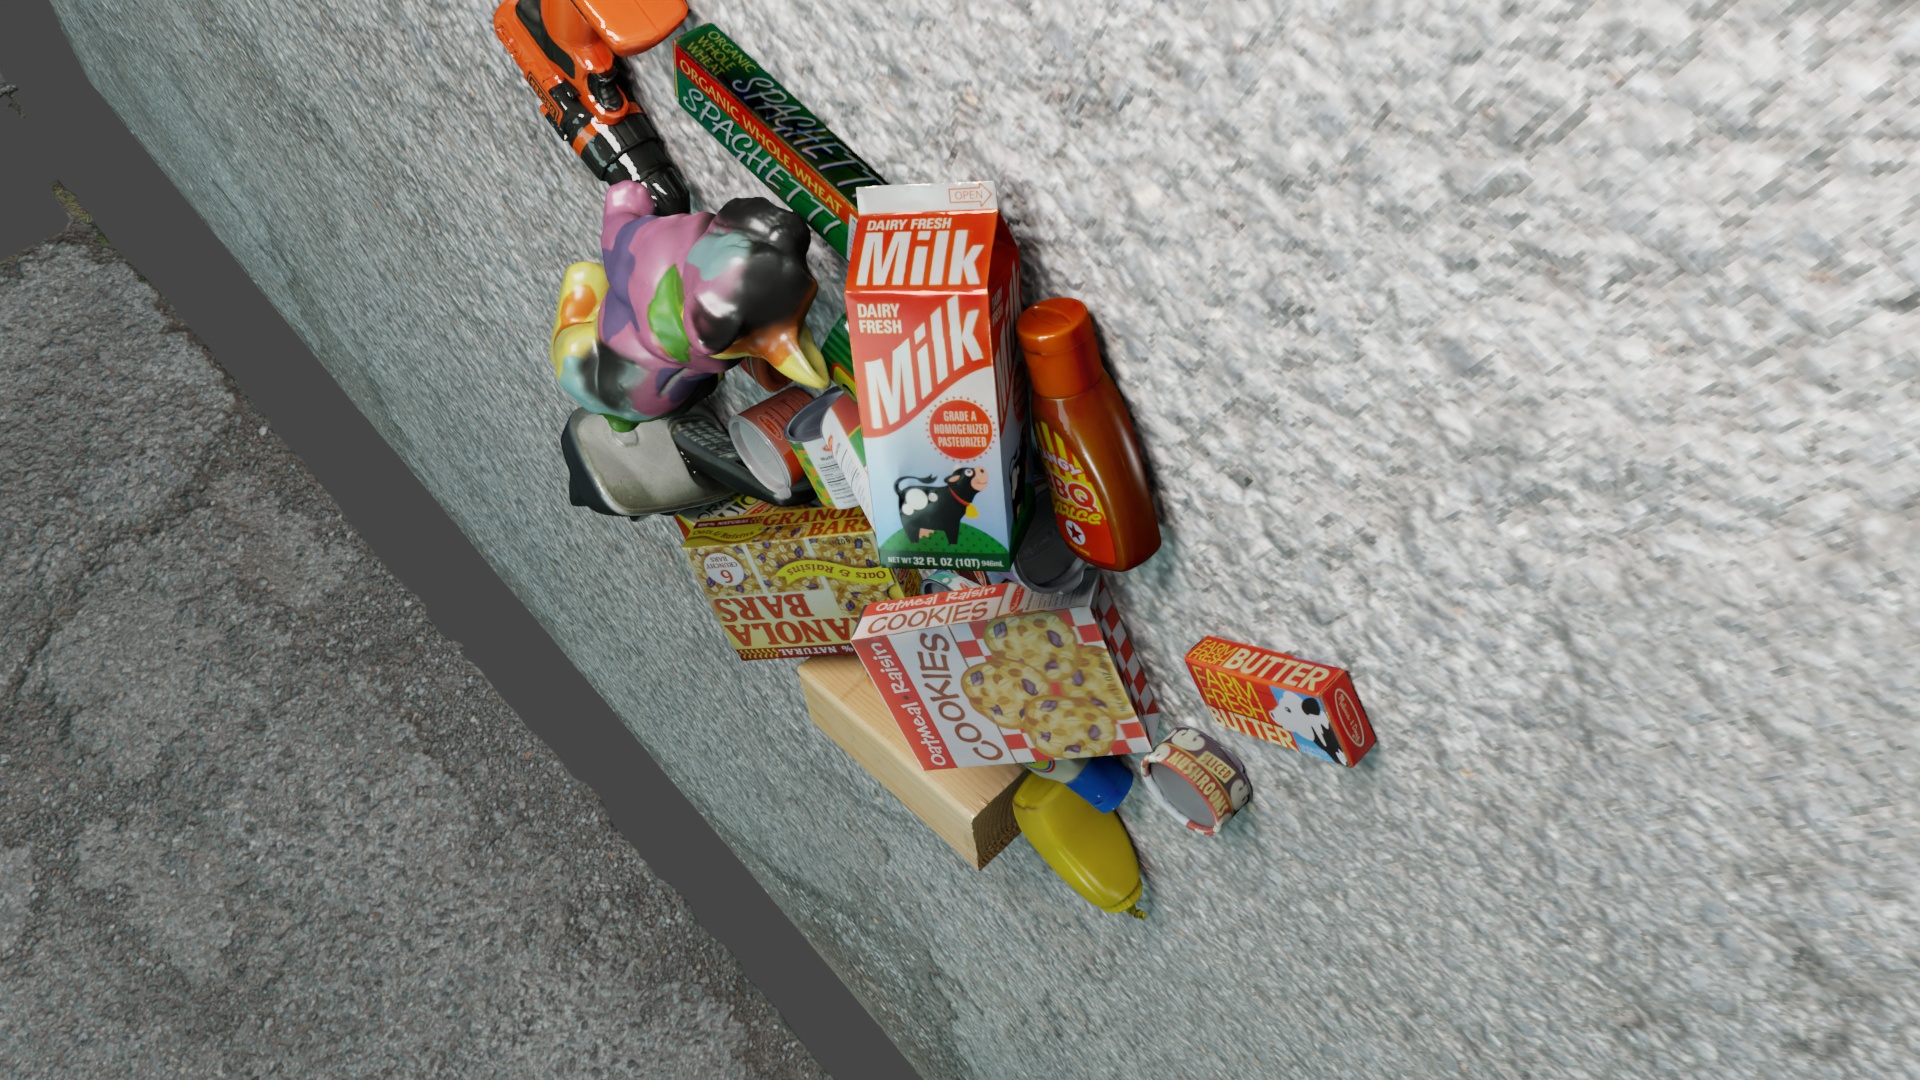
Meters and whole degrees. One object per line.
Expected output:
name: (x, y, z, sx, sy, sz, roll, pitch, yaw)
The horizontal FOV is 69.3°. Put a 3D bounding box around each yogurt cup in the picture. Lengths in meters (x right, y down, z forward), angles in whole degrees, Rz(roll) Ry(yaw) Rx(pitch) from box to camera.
yogurt cup: (-0.130, -0.077, 1.023, 0.072, 0.054, 0.072, 40, 154, 24)

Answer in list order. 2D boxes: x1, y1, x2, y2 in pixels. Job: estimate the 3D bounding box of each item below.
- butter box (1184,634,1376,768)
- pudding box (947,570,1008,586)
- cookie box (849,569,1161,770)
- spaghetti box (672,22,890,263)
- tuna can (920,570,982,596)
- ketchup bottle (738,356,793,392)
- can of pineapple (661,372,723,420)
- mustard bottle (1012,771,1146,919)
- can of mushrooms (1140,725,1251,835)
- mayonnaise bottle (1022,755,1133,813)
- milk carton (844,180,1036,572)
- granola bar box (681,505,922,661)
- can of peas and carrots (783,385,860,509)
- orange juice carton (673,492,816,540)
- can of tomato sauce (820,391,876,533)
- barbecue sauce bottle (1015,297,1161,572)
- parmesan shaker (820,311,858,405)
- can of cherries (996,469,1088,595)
butter box: (0.172, 0.086, 0.758, 0.103, 0.024, 0.053, 13, 137, 55)
pudding box: (0.003, -0.011, 0.910, 0.050, 0.030, 0.083, 22, 144, 45)
cookie box: (0.029, 0.087, 0.895, 0.167, 0.040, 0.122, -10, 123, 26)
spaghetti box: (-0.071, -0.195, 0.776, 0.250, 0.029, 0.050, 45, 156, 14)
tuna can: (0.005, 0.045, 0.986, 0.071, 0.033, 0.070, 39, 154, 24)
ketchup bottle: (-0.172, -0.168, 0.978, 0.149, 0.044, 0.064, 40, 155, 24)
can of pineapple: (-0.232, -0.140, 1.109, 0.071, 0.058, 0.070, 39, 154, 24)
mustard bottle: (0.100, 0.240, 1.067, 0.049, 0.065, 0.159, 4, 133, 54)
can of mushrooms: (0.150, 0.153, 0.884, 0.071, 0.033, 0.070, 41, 155, 24)
mayonnaise bottle: (0.055, 0.136, 0.980, 0.148, 0.041, 0.064, 37, 146, -8)
milk carton: (-0.008, -0.084, 0.697, 0.072, 0.074, 0.189, 1, 117, 15)
granola bar box: (-0.116, 0.035, 1.073, 0.165, 0.039, 0.123, -5, 128, 21)
can of peas and carrots: (-0.077, -0.064, 0.935, 0.071, 0.071, 0.058, 18, 141, 52)
orange juice carton: (-0.185, -0.005, 1.203, 0.193, 0.073, 0.071, 26, 146, 45)
can of tomato sauce: (-0.038, -0.050, 0.854, 0.083, 0.071, 0.070, 60, 163, 28)
barbecue sauce bottle: (0.064, -0.055, 0.721, 0.065, 0.044, 0.147, 34, 152, 46)
parmesan shaker: (-0.023, -0.089, 0.803, 0.103, 0.071, 0.071, 44, 156, 15)
can of cherries: (0.038, -0.006, 0.808, 0.058, 0.072, 0.071, 23, 144, 47)
